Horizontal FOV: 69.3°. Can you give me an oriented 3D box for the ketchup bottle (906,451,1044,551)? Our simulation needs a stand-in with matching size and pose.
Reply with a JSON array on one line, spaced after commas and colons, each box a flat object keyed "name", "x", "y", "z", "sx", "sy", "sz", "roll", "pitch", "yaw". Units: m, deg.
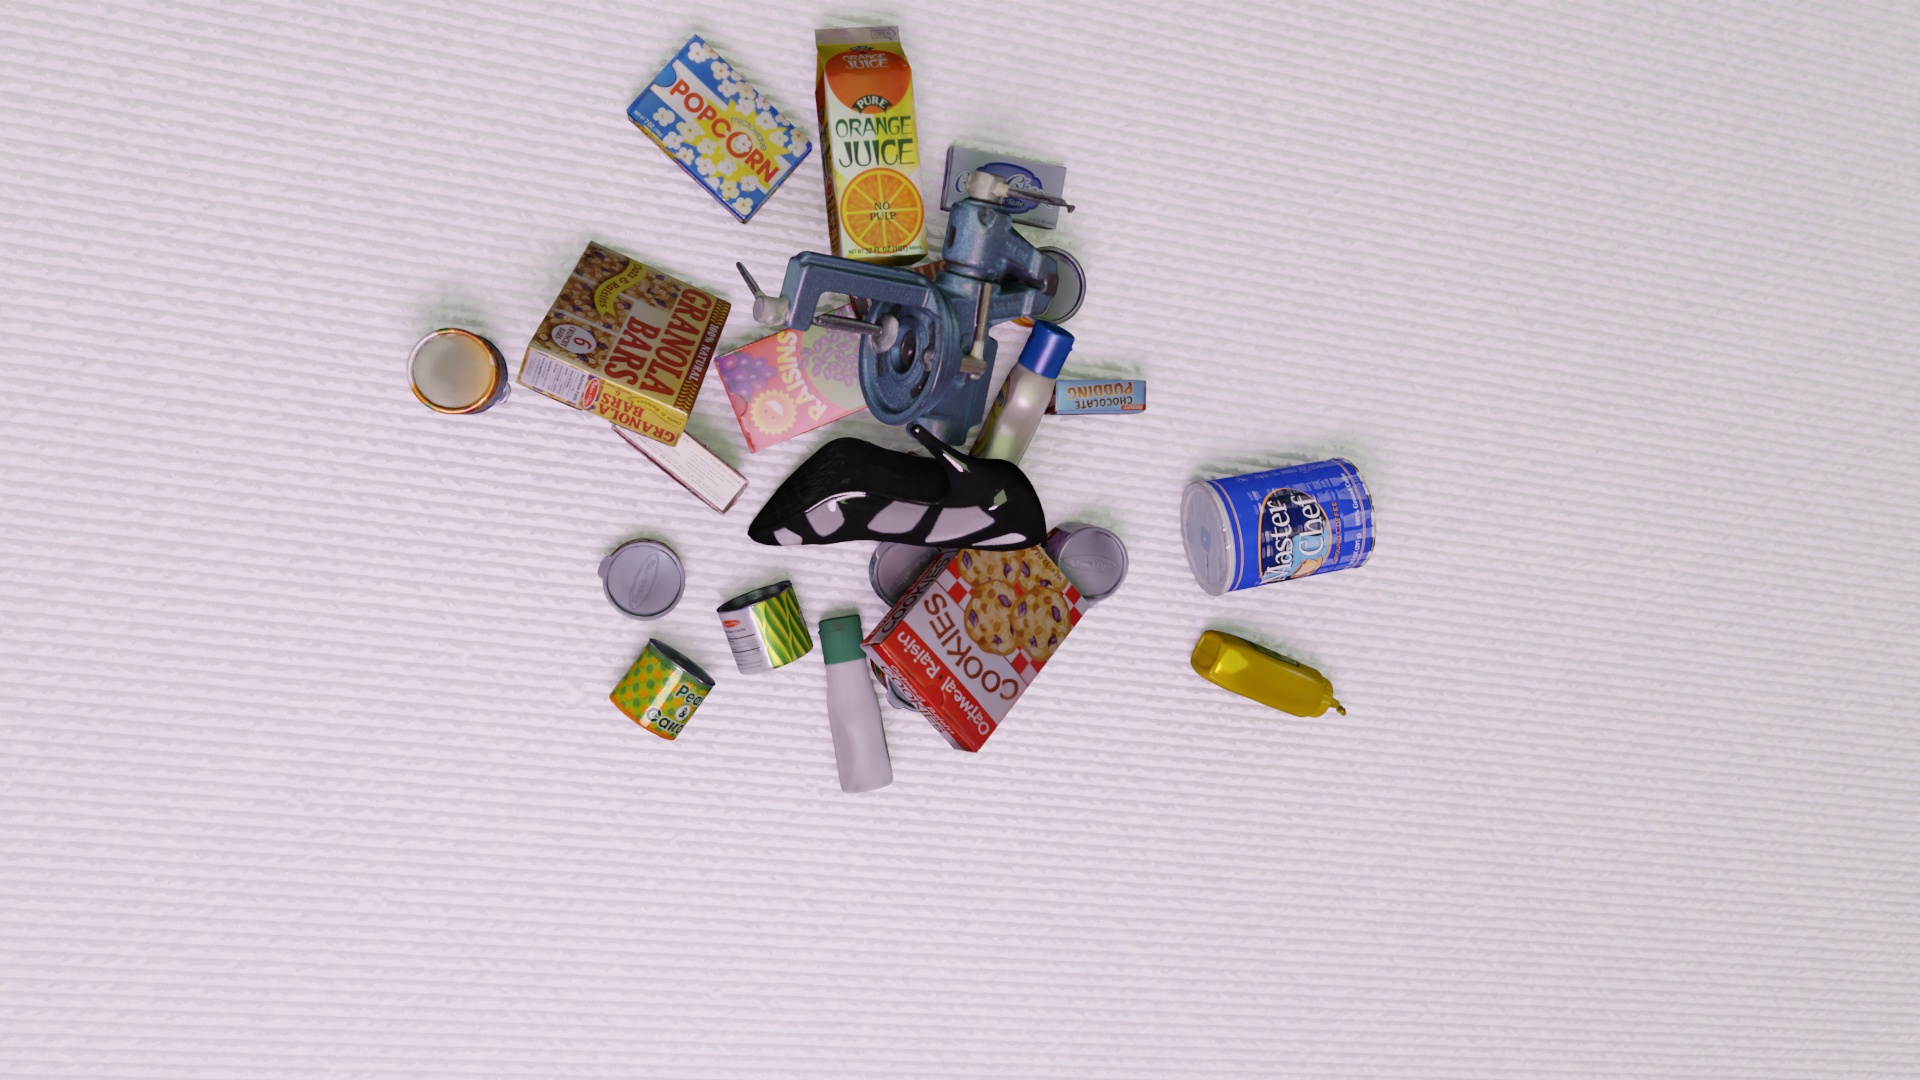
[{"name": "ketchup bottle", "x": 0.004, "y": -0.015, "z": 1.192, "sx": 0.149, "sy": 0.065, "sz": 0.043, "roll": 32, "pitch": 132, "yaw": -17}]

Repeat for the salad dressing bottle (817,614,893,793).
[{"name": "salad dressing bottle", "x": -0.092, "y": 0.138, "z": 1.183, "sx": 0.044, "sy": 0.064, "sz": 0.147, "roll": -10, "pitch": 90, "yaw": -20}]

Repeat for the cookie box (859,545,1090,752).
[{"name": "cookie box", "x": 0.015, "y": 0.069, "z": 1.132, "sx": 0.122, "sy": 0.040, "sz": 0.168, "roll": 49, "pitch": 62, "yaw": -16}]

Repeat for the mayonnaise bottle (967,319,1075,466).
[{"name": "mayonnaise bottle", "x": 0.049, "y": -0.112, "z": 1.170, "sx": 0.041, "sy": 0.065, "sz": 0.147, "roll": 21, "pitch": 110, "yaw": -13}]

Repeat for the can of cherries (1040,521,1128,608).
[{"name": "can of cherries", "x": 0.106, "y": 0.021, "z": 1.218, "sx": 0.071, "sy": 0.058, "sz": 0.071, "roll": -1, "pitch": 96, "yaw": -14}]

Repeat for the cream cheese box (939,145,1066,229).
[{"name": "cream cheese box", "x": 0.036, "y": -0.301, "z": 1.191, "sx": 0.104, "sy": 0.024, "sz": 0.053, "roll": 7, "pitch": 93, "yaw": -14}]

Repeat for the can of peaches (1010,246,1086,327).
[{"name": "can of peaches", "x": 0.065, "y": -0.216, "z": 1.188, "sx": 0.071, "sy": 0.058, "sz": 0.071, "roll": -1, "pitch": 96, "yaw": -12}]

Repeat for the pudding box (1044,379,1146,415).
[{"name": "pudding box", "x": 0.115, "y": -0.125, "z": 1.212, "sx": 0.084, "sy": 0.049, "sz": 0.030, "roll": -2, "pitch": 94, "yaw": -13}]

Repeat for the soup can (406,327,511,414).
[{"name": "soup can", "x": -0.387, "y": -0.129, "z": 1.078, "sx": 0.071, "sy": 0.084, "sz": 0.071, "roll": -1, "pitch": 96, "yaw": -13}]

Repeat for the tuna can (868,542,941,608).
[{"name": "tuna can", "x": -0.047, "y": 0.026, "z": 1.196, "sx": 0.071, "sy": 0.033, "sz": 0.071, "roll": -1, "pitch": 95, "yaw": -13}]

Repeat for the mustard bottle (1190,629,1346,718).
[{"name": "mustard bottle", "x": 0.289, "y": 0.128, "z": 1.270, "sx": 0.160, "sy": 0.065, "sz": 0.048, "roll": 22, "pitch": 96, "yaw": -20}]

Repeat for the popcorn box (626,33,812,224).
[{"name": "popcorn box", "x": -0.195, "y": -0.332, "z": 1.128, "sx": 0.126, "sy": 0.038, "sz": 0.085, "roll": 42, "pitch": 86, "yaw": -13}]

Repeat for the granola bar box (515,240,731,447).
[{"name": "granola bar box", "x": -0.255, "y": -0.153, "z": 1.071, "sx": 0.124, "sy": 0.166, "sz": 0.038, "roll": 23, "pitch": 127, "yaw": -13}]

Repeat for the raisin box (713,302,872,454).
[{"name": "raisin box", "x": -0.130, "y": -0.134, "z": 1.148, "sx": 0.123, "sy": 0.040, "sz": 0.086, "roll": -21, "pitch": 101, "yaw": 2}]

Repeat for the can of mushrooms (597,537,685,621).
[{"name": "can of mushrooms", "x": -0.263, "y": 0.031, "z": 1.146, "sx": 0.071, "sy": 0.033, "sz": 0.071, "roll": -1, "pitch": 96, "yaw": -13}]

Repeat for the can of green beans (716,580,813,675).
[{"name": "can of green beans", "x": -0.162, "y": 0.073, "z": 1.156, "sx": 0.071, "sy": 0.071, "sz": 0.057, "roll": -21, "pitch": 100, "yaw": -10}]

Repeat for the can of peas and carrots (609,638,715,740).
[{"name": "can of peas and carrots", "x": -0.243, "y": 0.124, "z": 1.140, "sx": 0.071, "sy": 0.071, "sz": 0.059, "roll": 36, "pitch": 87, "yaw": -14}]

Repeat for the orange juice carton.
[{"name": "orange juice carton", "x": -0.076, "y": -0.323, "z": 1.138, "sx": 0.072, "sy": 0.073, "sz": 0.192, "roll": -6, "pitch": 96, "yaw": -12}]

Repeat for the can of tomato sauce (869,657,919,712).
[{"name": "can of tomato sauce", "x": -0.040, "y": 0.106, "z": 1.179, "sx": 0.071, "sy": 0.083, "sz": 0.071, "roll": -1, "pitch": 96, "yaw": -13}]

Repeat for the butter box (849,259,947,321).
[{"name": "butter box", "x": -0.041, "y": -0.205, "z": 1.182, "sx": 0.104, "sy": 0.024, "sz": 0.053, "roll": -17, "pitch": 99, "yaw": -10}]
